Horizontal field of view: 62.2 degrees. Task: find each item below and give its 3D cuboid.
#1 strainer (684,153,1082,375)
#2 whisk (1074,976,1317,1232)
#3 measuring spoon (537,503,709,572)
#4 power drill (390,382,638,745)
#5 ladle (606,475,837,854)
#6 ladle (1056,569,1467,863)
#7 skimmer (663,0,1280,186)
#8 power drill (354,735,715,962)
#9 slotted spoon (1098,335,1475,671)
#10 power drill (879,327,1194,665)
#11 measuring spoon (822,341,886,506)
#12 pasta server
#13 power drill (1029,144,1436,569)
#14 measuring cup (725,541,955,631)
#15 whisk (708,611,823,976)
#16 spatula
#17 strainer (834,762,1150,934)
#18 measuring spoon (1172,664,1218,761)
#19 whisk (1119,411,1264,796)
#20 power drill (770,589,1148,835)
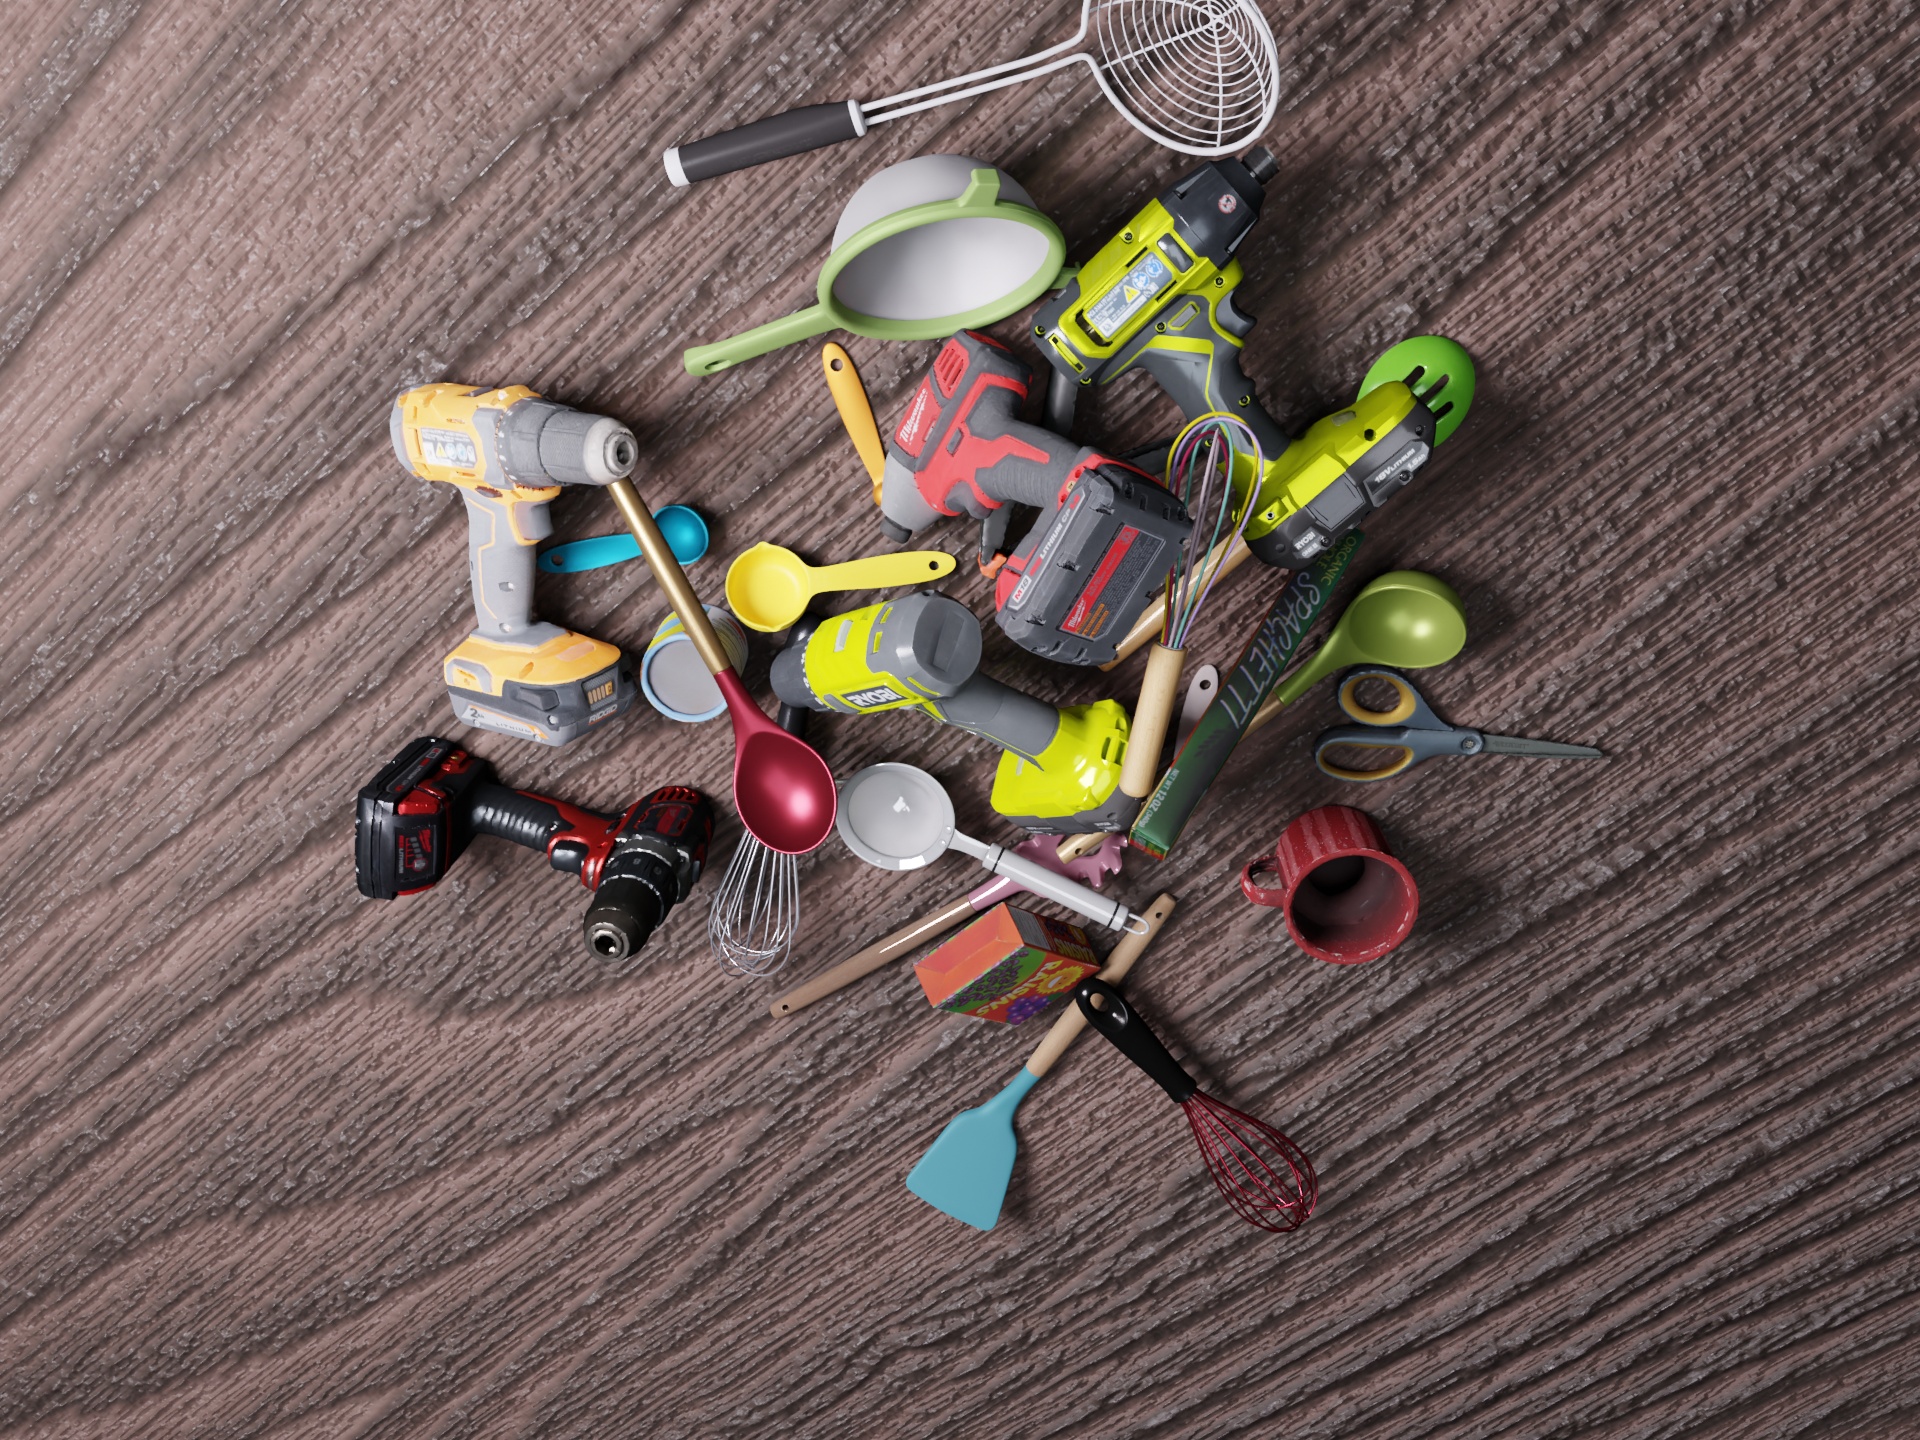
[{"bbox_3d":[-0.063,-0.279,0.973,0.256,0.151,0.069,-15,77,22],"label":"strainer"},{"bbox_3d":[0.183,0.297,1.220,0.073,0.073,0.295,-36,110,16],"label":"whisk"},{"bbox_3d":[-0.228,-0.121,1.083,0.128,0.021,0.042,-9,115,16],"label":"measuring spoon"},{"bbox_3d":[-0.270,-0.102,1.022,0.185,0.084,0.226,11,118,32],"label":"power drill"},{"bbox_3d":[-0.169,-0.055,1.039,0.069,0.031,0.315,-26,100,6],"label":"ladle"},{"bbox_3d":[0.199,0.007,1.079,0.320,0.062,0.078,-37,121,8],"label":"ladle"},{"bbox_3d":[-0.001,-0.353,0.929,0.363,0.090,0.127,-12,142,9],"label":"skimmer"},{"bbox_3d":[-0.293,0.092,1.087,0.226,0.188,0.080,10,113,2],"label":"power drill"},{"bbox_3d":[0.209,-0.135,1.056,0.313,0.031,0.070,-41,104,19],"label":"slotted spoon"},{"bbox_3d":[0.028,-0.133,0.966,0.078,0.220,0.143,14,115,-42],"label":"power drill"},{"bbox_3d":[-0.066,-0.192,1.045,0.021,0.011,0.116,-17,112,9],"label":"measuring spoon"},{"bbox_3d":[-0.015,0.150,1.183,0.316,0.040,0.060,-30,92,15],"label":"pasta server"},{"bbox_3d":[0.176,-0.217,0.964,0.171,0.080,0.223,-41,103,18],"label":"power drill"},{"bbox_3d":[-0.081,-0.095,1.082,0.156,0.029,0.062,-8,82,-9],"label":"measuring cup"},{"bbox_3d":[-0.131,0.057,1.138,0.070,0.070,0.284,12,108,-4],"label":"whisk"},{"bbox_3d":[0.072,0.258,1.225,0.082,0.044,0.317,31,110,-8],"label":"spatula"},{"bbox_3d":[0.016,0.094,1.130,0.258,0.050,0.086,25,116,4],"label":"strainer"},{"bbox_3d":[0.163,0.019,1.129,0.034,0.018,0.124,10,113,-3],"label":"measuring spoon"},{"bbox_3d":[0.128,-0.067,0.960,0.047,0.051,0.245,-3,116,-33],"label":"whisk"},{"bbox_3d":[-0.002,-0.003,1.043,0.228,0.190,0.080,29,68,-29],"label":"power drill"}]
